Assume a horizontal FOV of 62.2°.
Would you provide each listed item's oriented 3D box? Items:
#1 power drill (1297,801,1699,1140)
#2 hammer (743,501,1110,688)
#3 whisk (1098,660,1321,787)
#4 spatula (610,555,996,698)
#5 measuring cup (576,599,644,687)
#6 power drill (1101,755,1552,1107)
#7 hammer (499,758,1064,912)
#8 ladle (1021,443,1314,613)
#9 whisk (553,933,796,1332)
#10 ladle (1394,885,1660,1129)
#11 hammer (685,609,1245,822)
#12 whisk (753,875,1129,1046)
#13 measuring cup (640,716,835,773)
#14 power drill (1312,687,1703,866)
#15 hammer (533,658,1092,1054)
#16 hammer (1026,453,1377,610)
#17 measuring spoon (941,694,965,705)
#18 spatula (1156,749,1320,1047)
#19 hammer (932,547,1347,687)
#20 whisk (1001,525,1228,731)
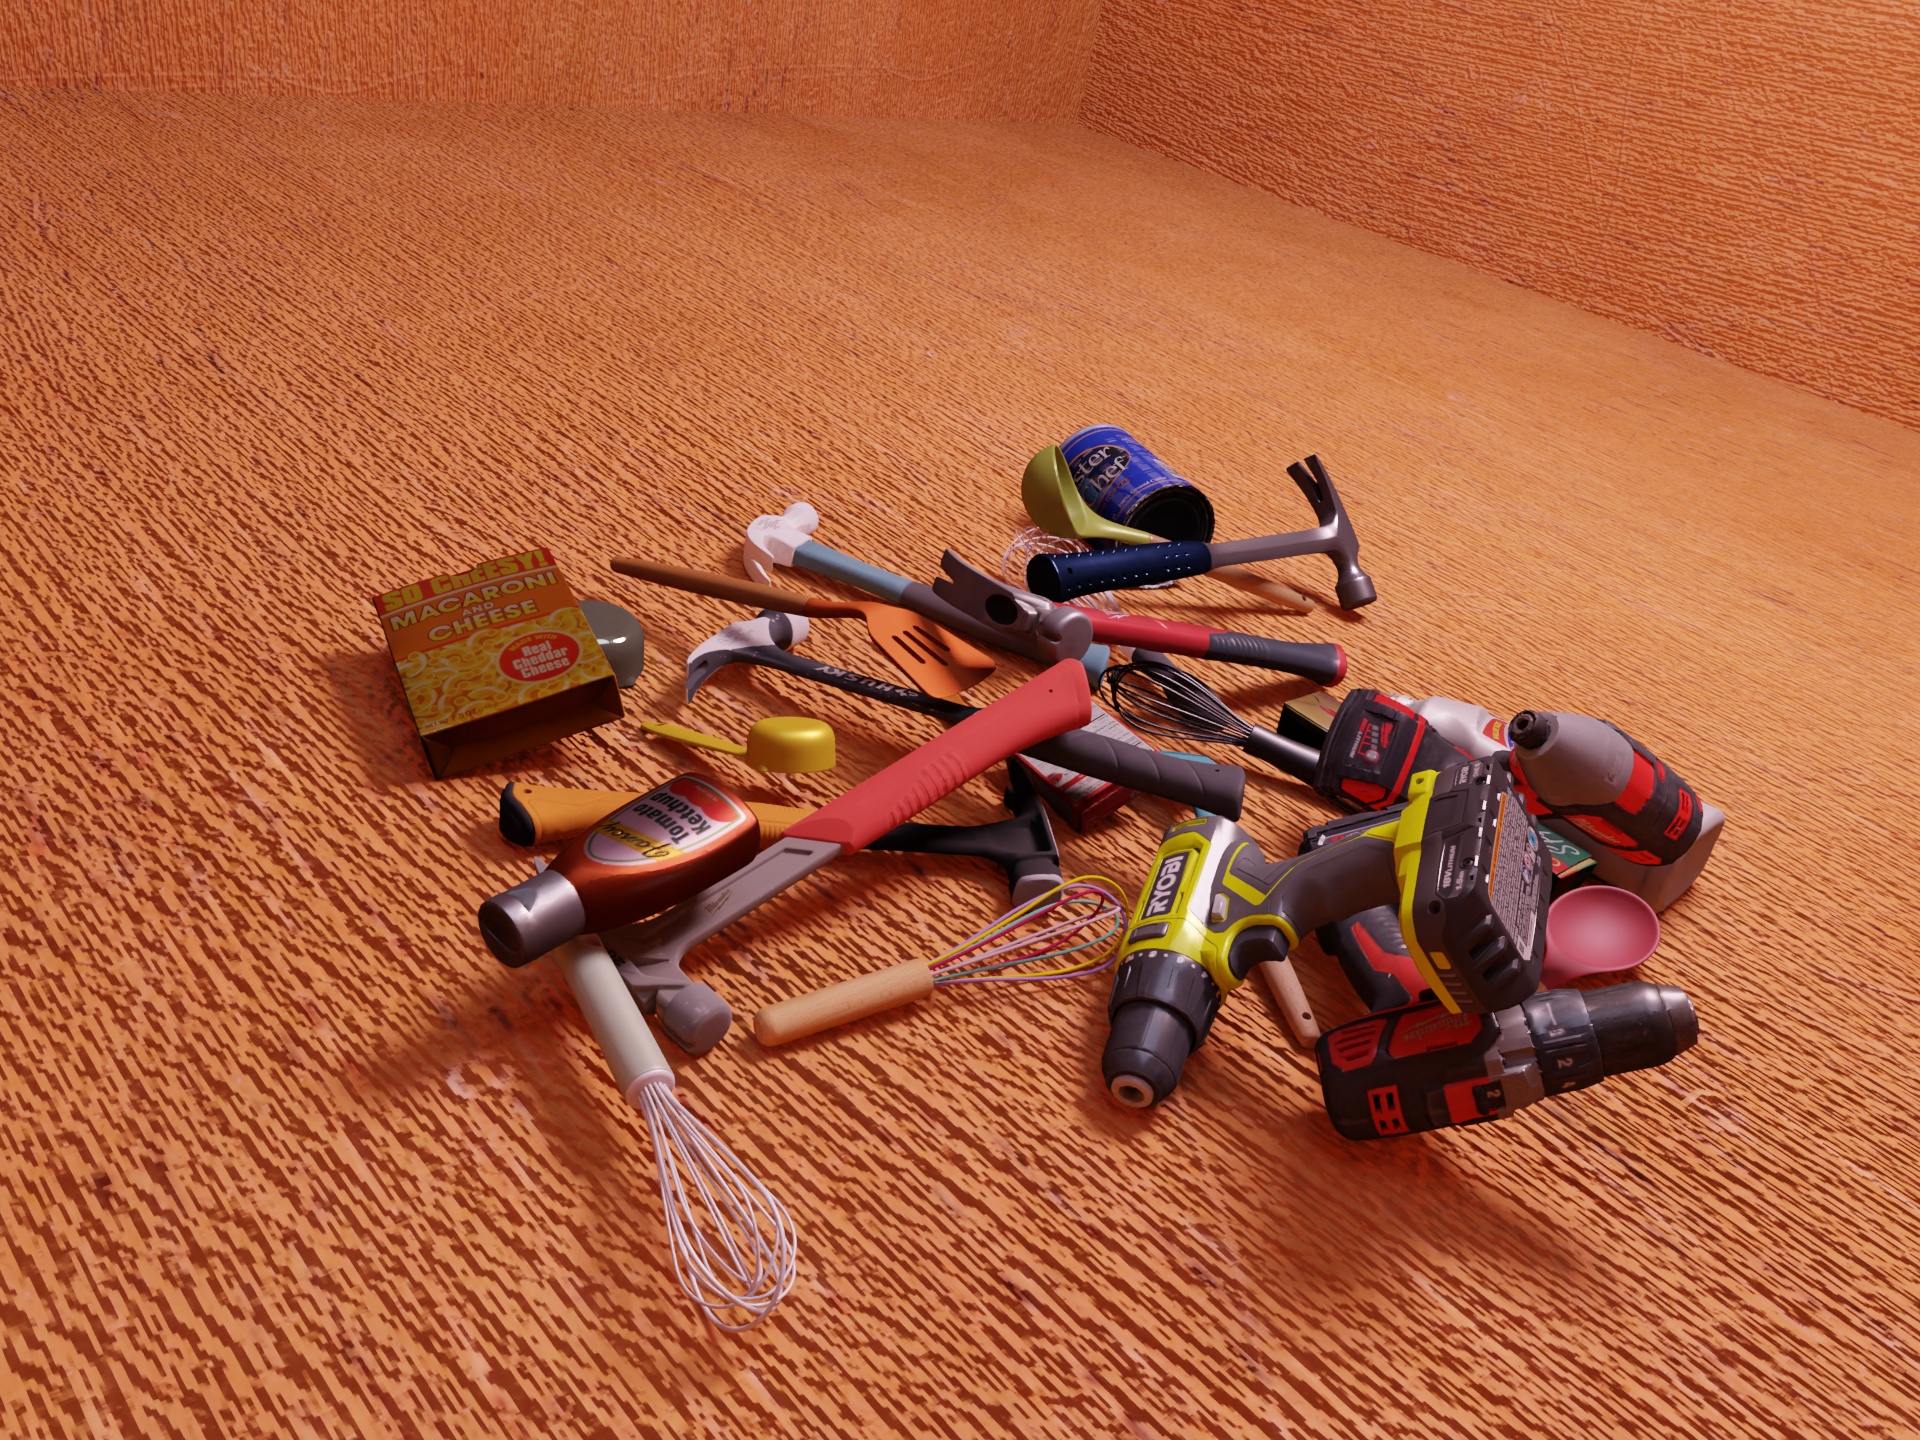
[{"bbox_3d":[0.284,0.132,0.887,0.188,0.080,0.227,-15,26,13],"label":"power drill"},{"bbox_3d":[-0.030,-0.099,1.286,0.331,0.033,0.128,22,30,18],"label":"hammer"},{"bbox_3d":[0.211,0.016,1.163,0.239,0.055,0.055,25,31,10],"label":"whisk"},{"bbox_3d":[-0.127,-0.076,1.138,0.323,0.041,0.081,14,26,29],"label":"spatula"},{"bbox_3d":[-0.285,-0.041,1.086,0.083,0.038,0.167,26,32,24],"label":"measuring cup"},{"bbox_3d":[0.182,0.113,0.841,0.228,0.080,0.191,-19,28,36],"label":"power drill"},{"bbox_3d":[-0.108,0.061,0.978,0.336,0.034,0.127,5,31,-13],"label":"hammer"},{"bbox_3d":[0.187,-0.152,1.358,0.320,0.062,0.078,18,49,-27],"label":"ladle"},{"bbox_3d":[-0.141,0.177,0.736,0.057,0.059,0.247,22,18,-44],"label":"whisk"},{"bbox_3d":[0.336,0.172,0.956,0.069,0.031,0.315,28,35,35],"label":"ladle"},{"bbox_3d":[-0.002,-0.003,1.066,0.409,0.036,0.149,17,26,25],"label":"hammer"},{"bbox_3d":[-0.004,0.133,0.885,0.245,0.047,0.051,-13,39,-31],"label":"whisk"},{"bbox_3d":[-0.148,0.006,1.029,0.157,0.029,0.062,12,14,31],"label":"measuring cup"},{"bbox_3d":[0.336,0.034,1.008,0.143,0.078,0.220,30,-13,-26],"label":"power drill"},{"bbox_3d":[-0.062,0.049,0.929,0.359,0.036,0.149,-32,53,-32],"label":"hammer"},{"bbox_3d":[0.207,-0.142,1.327,0.405,0.035,0.144,-12,82,-42],"label":"hammer"},{"bbox_3d":[-0.006,-0.006,1.161,0.021,0.011,0.117,-2,29,-23],"label":"measuring spoon"},{"bbox_3d":[0.169,0.097,1.031,0.082,0.044,0.318,5,35,-16],"label":"spatula"},{"bbox_3d":[0.156,-0.066,1.193,0.386,0.038,0.143,5,19,-43],"label":"hammer"},{"bbox_3d":[0.123,-0.076,1.285,0.070,0.070,0.285,-10,41,-33],"label":"whisk"}]
